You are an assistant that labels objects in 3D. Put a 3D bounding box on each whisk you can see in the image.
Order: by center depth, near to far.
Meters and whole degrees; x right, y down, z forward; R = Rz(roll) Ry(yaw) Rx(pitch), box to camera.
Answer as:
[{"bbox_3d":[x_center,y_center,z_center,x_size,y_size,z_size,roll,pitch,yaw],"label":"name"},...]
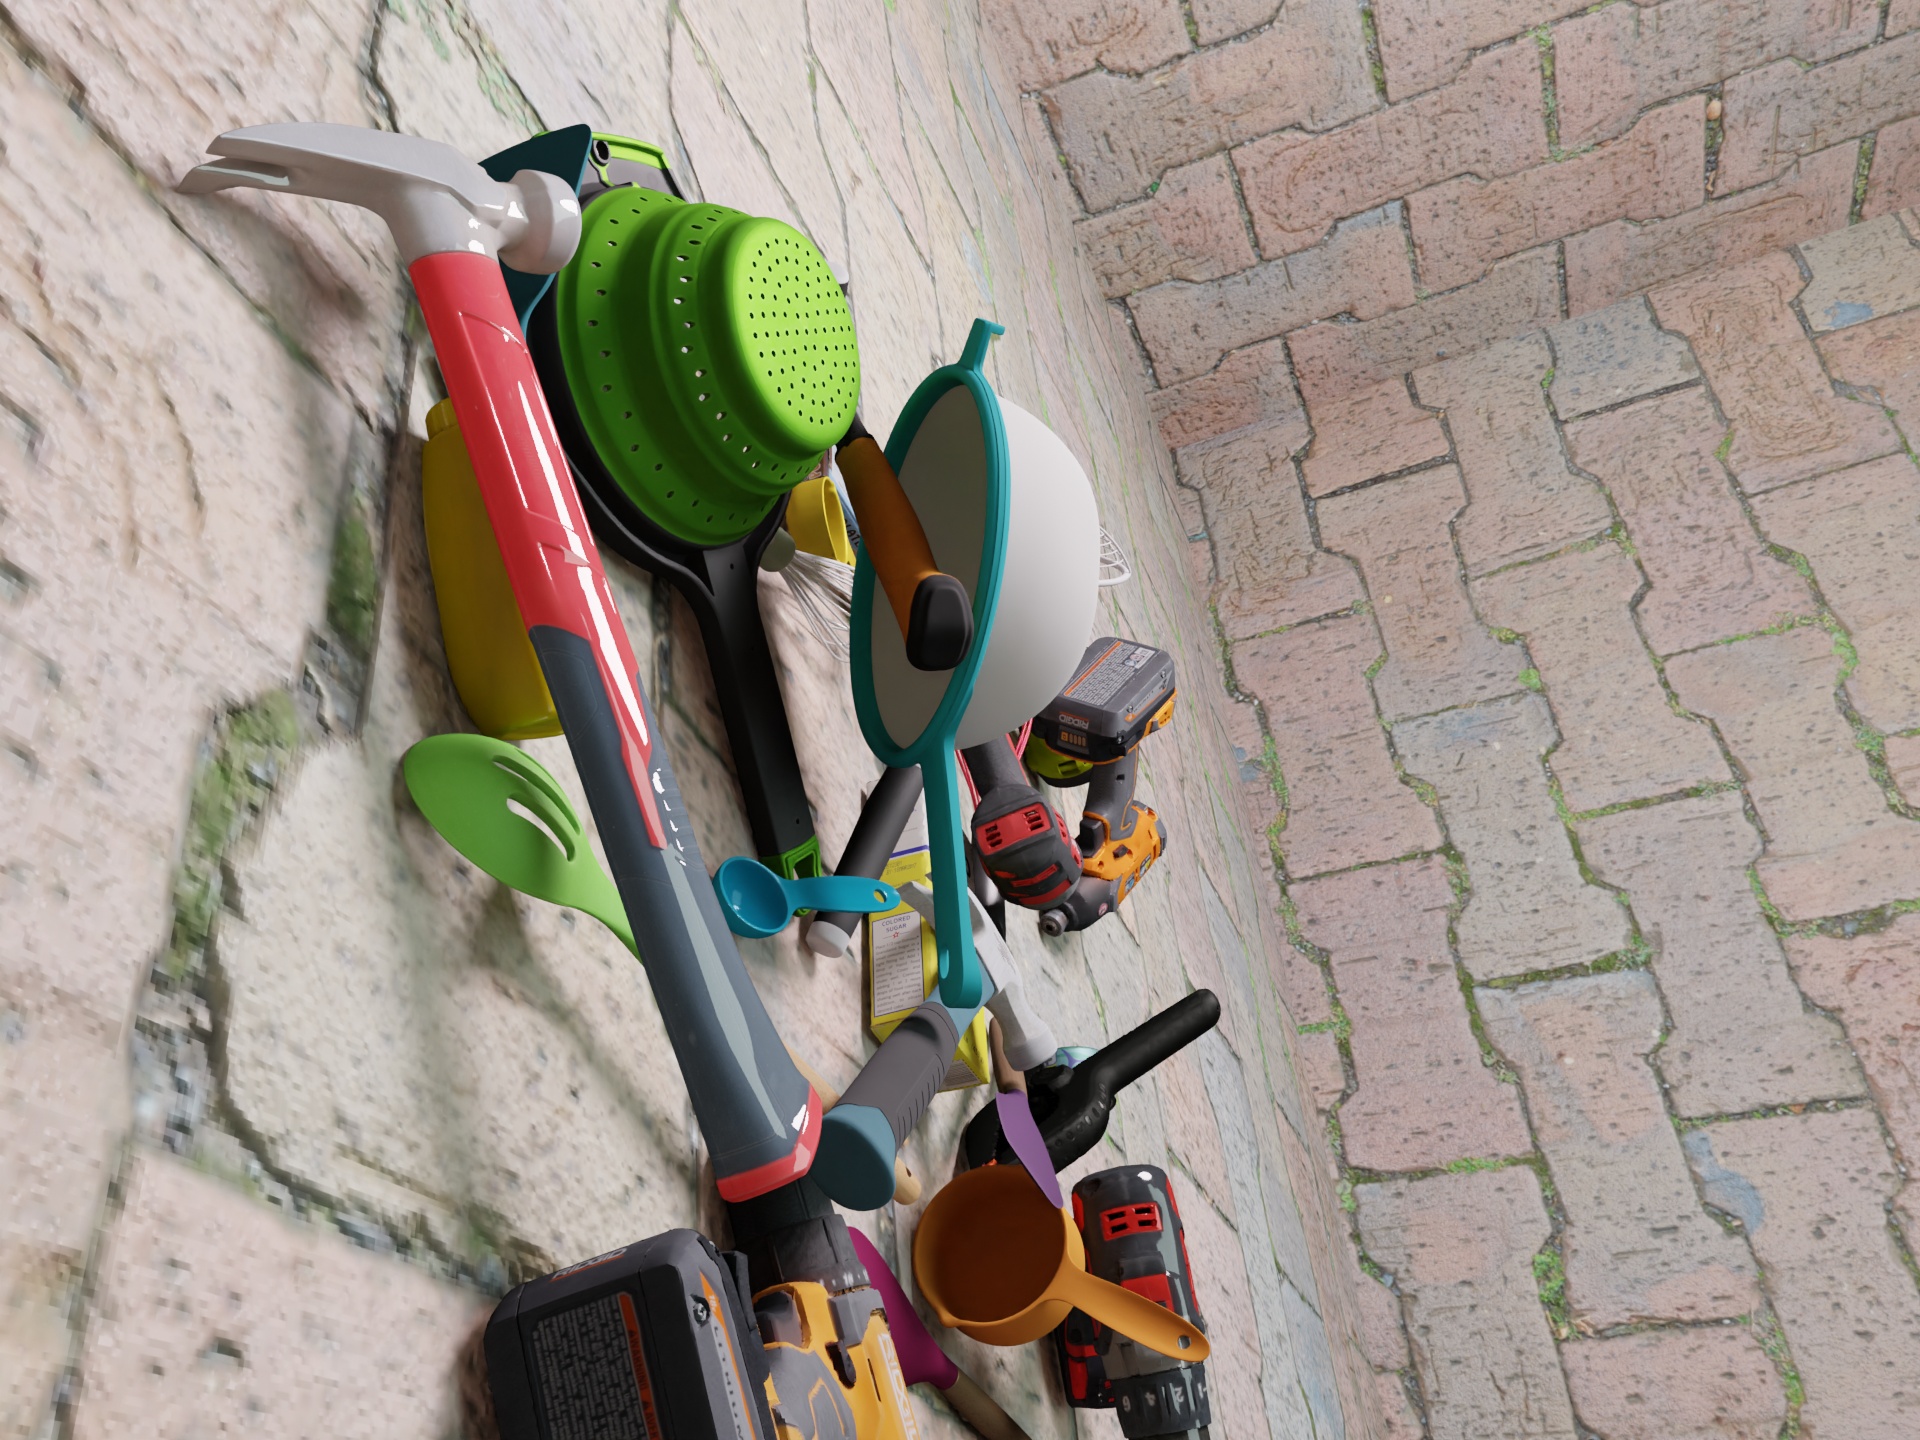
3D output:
[{"bbox_3d":[-0.100,-0.092,0.910,0.246,0.059,0.058,38,65,-59],"label":"whisk"},{"bbox_3d":[0.019,0.057,1.155,0.073,0.073,0.296,57,28,-47],"label":"whisk"}]

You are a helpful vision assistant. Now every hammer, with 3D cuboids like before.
[{"bbox_3d":[-0.140,-0.022,0.542,0.143,0.038,0.386,-11,78,-52],"label":"hammer"},{"bbox_3d":[-0.013,0.153,0.761,0.128,0.033,0.331,63,12,0],"label":"hammer"},{"bbox_3d":[-0.053,-0.125,0.849,0.337,0.034,0.127,-114,-150,-50],"label":"hammer"}]

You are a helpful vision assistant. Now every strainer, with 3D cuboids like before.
[{"bbox_3d":[0.021,-0.018,0.814,0.211,0.095,0.341,131,-40,-55],"label":"strainer"}]

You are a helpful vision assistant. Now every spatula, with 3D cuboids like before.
[{"bbox_3d":[-0.161,-0.086,0.674,0.044,0.082,0.317,-27,105,-61],"label":"spatula"},{"bbox_3d":[0.032,0.218,0.936,0.060,0.018,0.316,55,0,-4],"label":"spatula"}]

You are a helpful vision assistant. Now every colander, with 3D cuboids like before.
[{"bbox_3d":[-0.094,-0.097,0.776,0.204,0.094,0.397,-30,109,-60],"label":"colander"}]

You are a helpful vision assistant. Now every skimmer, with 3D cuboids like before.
[{"bbox_3d":[-0.002,-0.003,0.950,0.090,0.127,0.363,76,32,-51],"label":"skimmer"}]

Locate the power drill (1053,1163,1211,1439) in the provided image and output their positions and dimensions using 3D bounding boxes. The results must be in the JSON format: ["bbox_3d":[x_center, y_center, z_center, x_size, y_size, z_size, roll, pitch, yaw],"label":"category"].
[{"bbox_3d":[0.103,0.369,0.940,0.226,0.080,0.188,91,-11,-68],"label":"power drill"}]

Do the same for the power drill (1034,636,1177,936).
[{"bbox_3d":[0.113,0.064,1.312,0.164,0.084,0.226,-42,140,-44],"label":"power drill"}]

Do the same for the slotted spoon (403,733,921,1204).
[{"bbox_3d":[-0.100,0.110,0.630,0.313,0.031,0.070,53,11,-34],"label":"slotted spoon"}]

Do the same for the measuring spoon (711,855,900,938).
[{"bbox_3d":[-0.076,0.090,0.781,0.128,0.021,0.042,9,47,-53],"label":"measuring spoon"}]

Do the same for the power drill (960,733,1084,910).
[{"bbox_3d":[0.021,0.022,1.069,0.143,0.078,0.220,58,10,-65],"label":"power drill"}]

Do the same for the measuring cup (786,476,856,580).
[{"bbox_3d":[-0.082,-0.097,1.034,0.156,0.029,0.062,72,11,-58],"label":"measuring cup"}]

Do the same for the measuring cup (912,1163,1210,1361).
[{"bbox_3d":[0.058,0.301,0.837,0.095,0.174,0.052,-57,144,-24],"label":"measuring cup"}]

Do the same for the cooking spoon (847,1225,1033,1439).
[{"bbox_3d":[0.002,0.358,0.846,0.069,0.017,0.318,-92,159,-46],"label":"cooking spoon"}]

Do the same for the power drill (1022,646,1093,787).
[{"bbox_3d":[0.060,-0.047,1.379,0.223,0.080,0.171,44,33,-55],"label":"power drill"}]

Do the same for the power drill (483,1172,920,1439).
[{"bbox_3d":[-0.080,0.229,0.577,0.226,0.084,0.185,49,21,-67],"label":"power drill"}]
